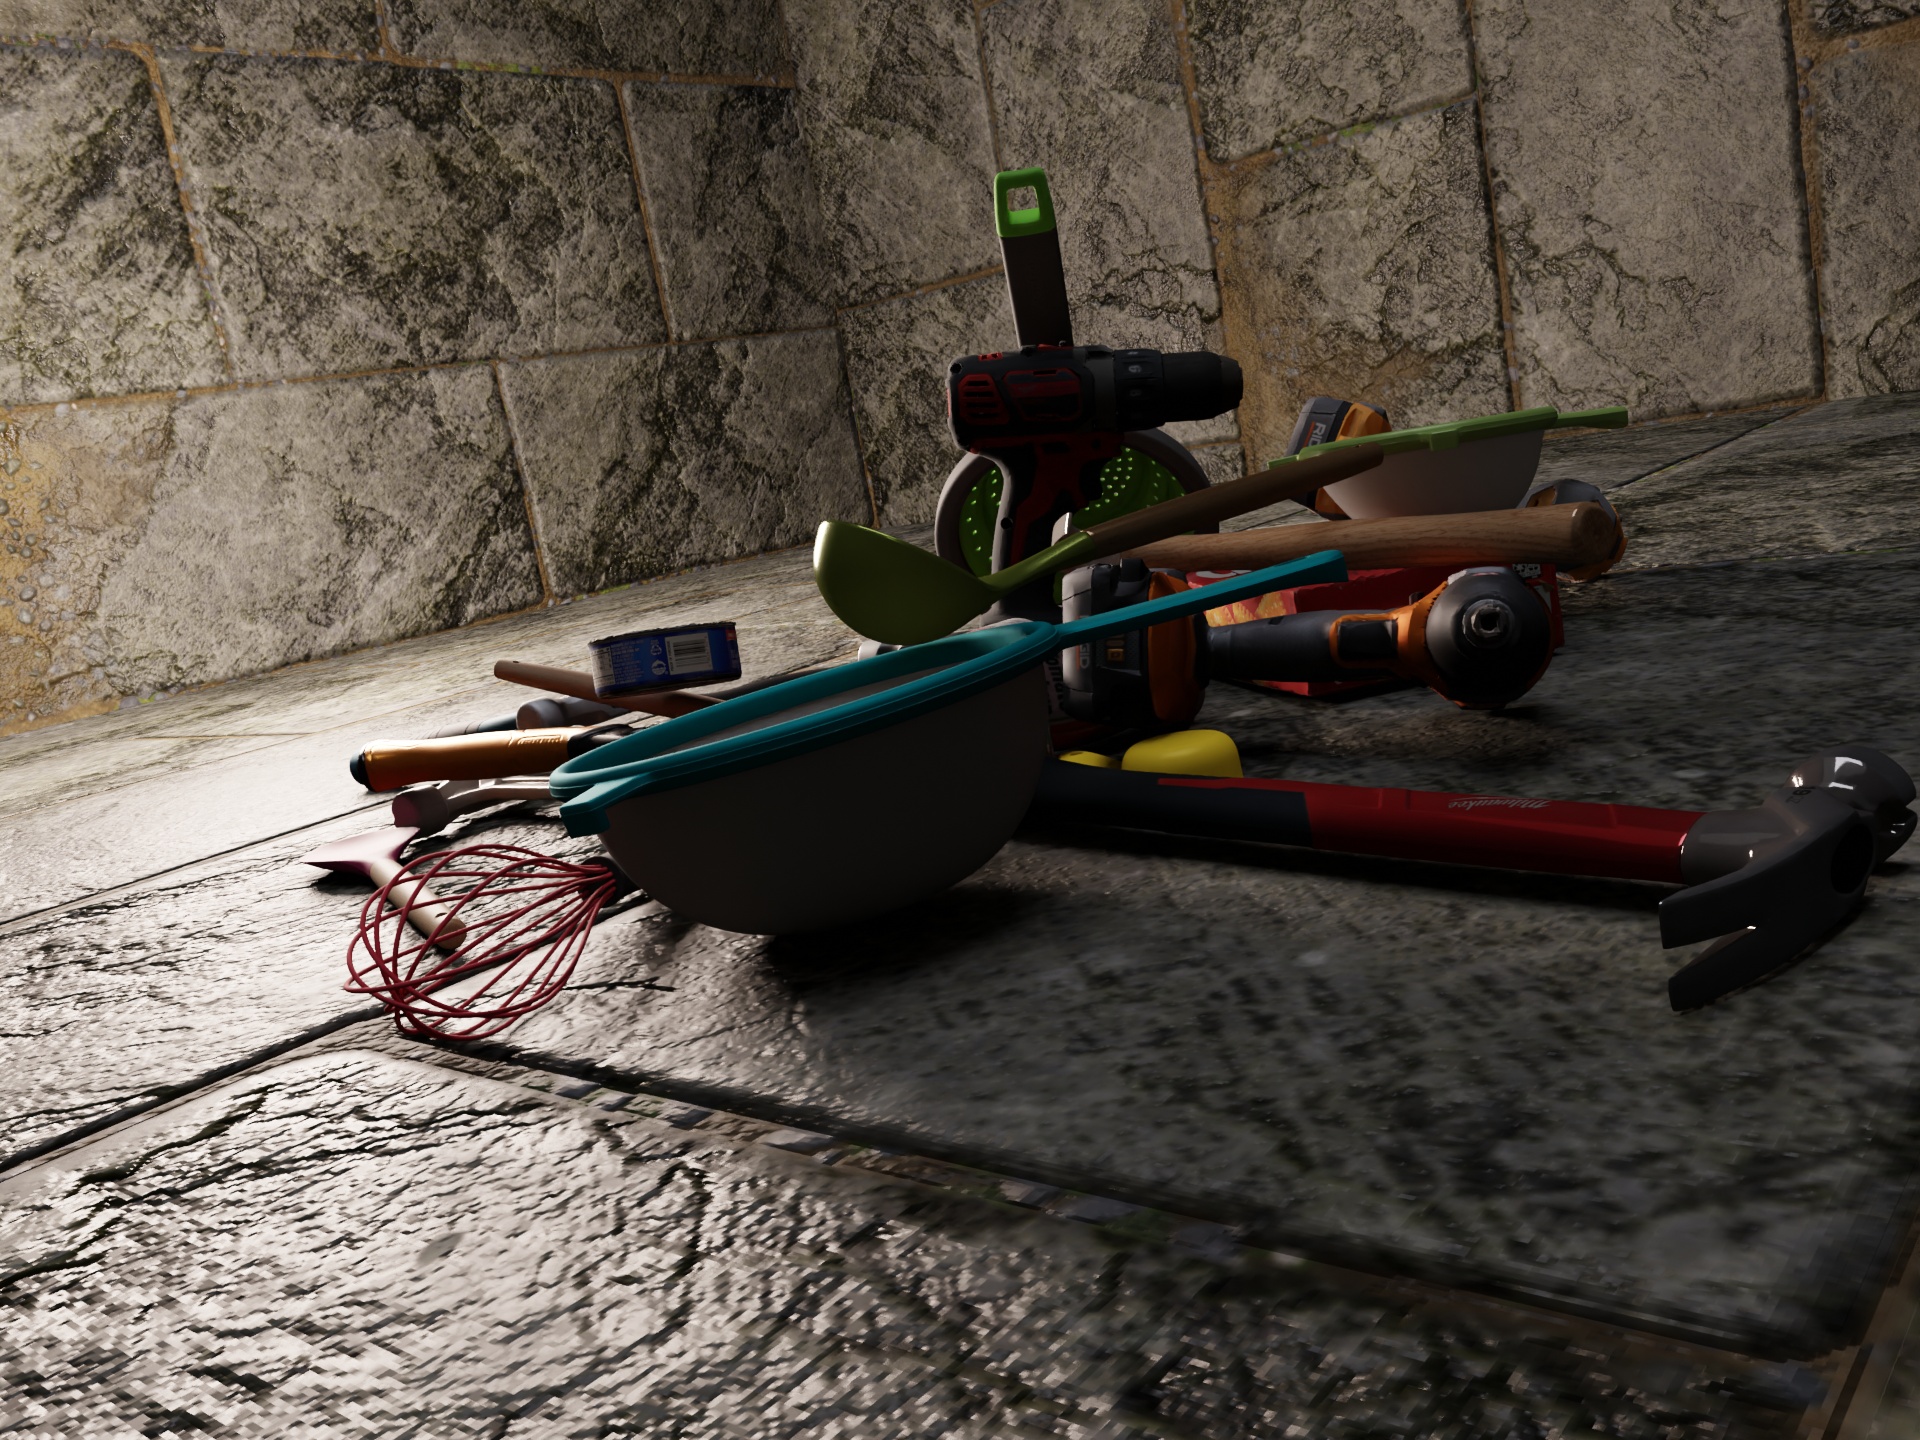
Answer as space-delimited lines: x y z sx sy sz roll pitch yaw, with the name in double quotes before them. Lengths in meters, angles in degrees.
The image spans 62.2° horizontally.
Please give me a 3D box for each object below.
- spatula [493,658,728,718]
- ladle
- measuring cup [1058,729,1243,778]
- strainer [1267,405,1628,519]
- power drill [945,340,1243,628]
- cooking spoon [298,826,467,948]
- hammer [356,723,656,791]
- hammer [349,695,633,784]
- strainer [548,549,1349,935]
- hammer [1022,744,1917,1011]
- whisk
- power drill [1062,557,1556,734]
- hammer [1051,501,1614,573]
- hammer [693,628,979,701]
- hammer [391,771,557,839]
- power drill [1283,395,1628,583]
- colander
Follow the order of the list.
"spatula" -0.145 -0.004 0.954 0.316 0.018 0.060 11 16 18
"ladle" 0.078 -0.100 0.744 0.320 0.062 0.078 -20 17 -27
"measuring cup" 0.085 0.017 0.795 0.062 0.029 0.157 -14 12 -21
"strainer" 0.329 -0.154 0.987 0.256 0.069 0.151 -12 7 -30
"power drill" 0.089 -0.130 1.028 0.188 0.226 0.080 -3 12 5
"cooking spoon" -0.302 0.085 0.845 0.068 0.017 0.319 -17 11 -27
"hammer" -0.217 0.013 0.909 0.337 0.034 0.127 -5 12 31
"hammer" -0.341 0.010 1.133 0.331 0.033 0.128 -12 8 41
"strainer" 0.010 0.015 0.655 0.340 0.095 0.211 -16 7 -8
"hammer" 0.126 0.041 0.604 0.143 0.038 0.386 -21 14 -38
"whisk" -0.163 0.073 0.677 0.073 0.073 0.296 -8 4 14
"power drill" 0.167 -0.037 0.768 0.226 0.084 0.164 -1 -2 16
"hammer" 0.174 -0.090 0.829 0.130 0.031 0.331 4 0 -40
"hammer" -0.086 -0.029 1.150 0.146 0.035 0.334 -5 7 30
"hammer" -0.175 0.038 0.928 0.359 0.036 0.149 -2 13 41
"power drill" 0.358 -0.154 1.134 0.226 0.084 0.185 23 9 24
"colander" 0.071 -0.217 1.117 0.204 0.396 0.095 -6 45 9
